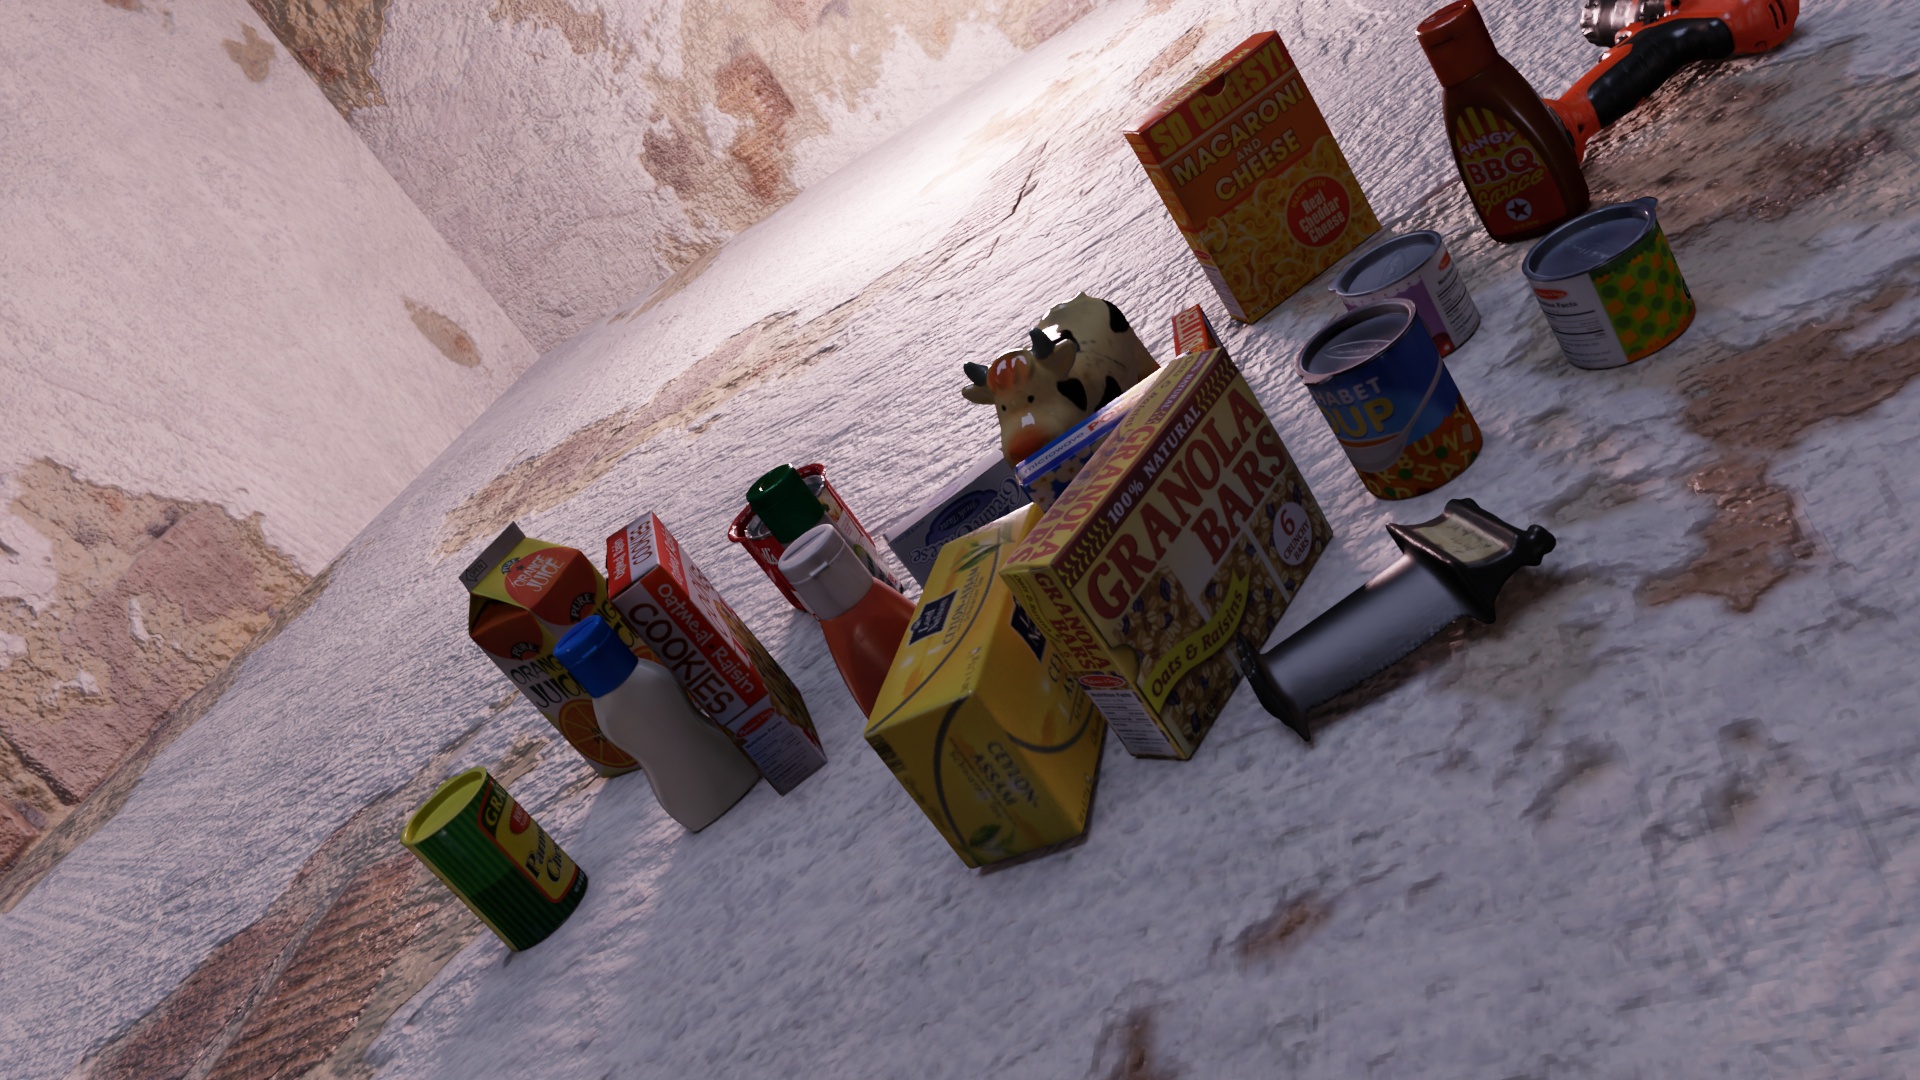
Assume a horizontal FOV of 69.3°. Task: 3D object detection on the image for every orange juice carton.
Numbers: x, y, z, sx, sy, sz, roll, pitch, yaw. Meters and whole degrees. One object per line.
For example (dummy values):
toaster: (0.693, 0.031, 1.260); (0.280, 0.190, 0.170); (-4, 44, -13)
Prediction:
orange juice carton: (-0.280, 0.077, 1.009); (0.073, 0.192, 0.072); (-21, 26, 34)

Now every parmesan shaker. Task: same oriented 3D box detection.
parmesan shaker: (-0.299, 0.204, 0.898); (0.071, 0.103, 0.071); (-31, 22, 14)

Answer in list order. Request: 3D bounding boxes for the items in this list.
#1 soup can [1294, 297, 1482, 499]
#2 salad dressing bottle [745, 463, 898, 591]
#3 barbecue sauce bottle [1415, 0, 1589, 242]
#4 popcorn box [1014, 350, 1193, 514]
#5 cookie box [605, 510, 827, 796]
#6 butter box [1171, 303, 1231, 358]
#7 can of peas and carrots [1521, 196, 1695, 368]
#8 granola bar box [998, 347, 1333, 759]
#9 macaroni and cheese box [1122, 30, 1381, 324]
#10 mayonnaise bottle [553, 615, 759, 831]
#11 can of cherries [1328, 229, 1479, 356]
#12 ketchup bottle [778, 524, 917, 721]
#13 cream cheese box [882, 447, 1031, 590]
soup can: (0.220, -0.071, 0.719); (0.071, 0.083, 0.071); (-30, 22, 14)
salad dressing bottle: (-0.081, 0.018, 0.896); (0.044, 0.147, 0.064); (-29, 23, 17)
barbecue sauce bottle: (0.328, -0.257, 0.852); (0.064, 0.148, 0.044); (-9, 34, 49)
popcorn box: (0.107, -0.040, 0.822); (0.126, 0.085, 0.038); (-34, 22, 6)
cookie box: (-0.158, 0.069, 0.879); (0.040, 0.167, 0.123); (-37, 22, -2)
butter box: (0.166, -0.116, 0.933); (0.024, 0.053, 0.104); (-28, 23, 20)
can of peas and carrots: (0.333, -0.131, 0.710); (0.071, 0.058, 0.071); (-30, 22, 14)
granola bar box: (0.107, 0.004, 0.678); (0.039, 0.124, 0.166); (-7, 35, 51)
macaroni and cheese box: (0.213, -0.261, 1.006); (0.124, 0.166, 0.040); (-37, 21, -2)
mayonnaise bottle: (-0.193, 0.111, 0.870); (0.065, 0.147, 0.041); (-41, 22, -11)
can of cherries: (0.266, -0.143, 0.832); (0.071, 0.058, 0.072); (-30, 22, 14)
ketchup bottle: (-0.041, 0.058, 0.754); (0.065, 0.148, 0.043); (-36, 21, -1)
cream cheese box: (0.003, -0.012, 0.960); (0.104, 0.053, 0.024); (-37, 21, -3)
